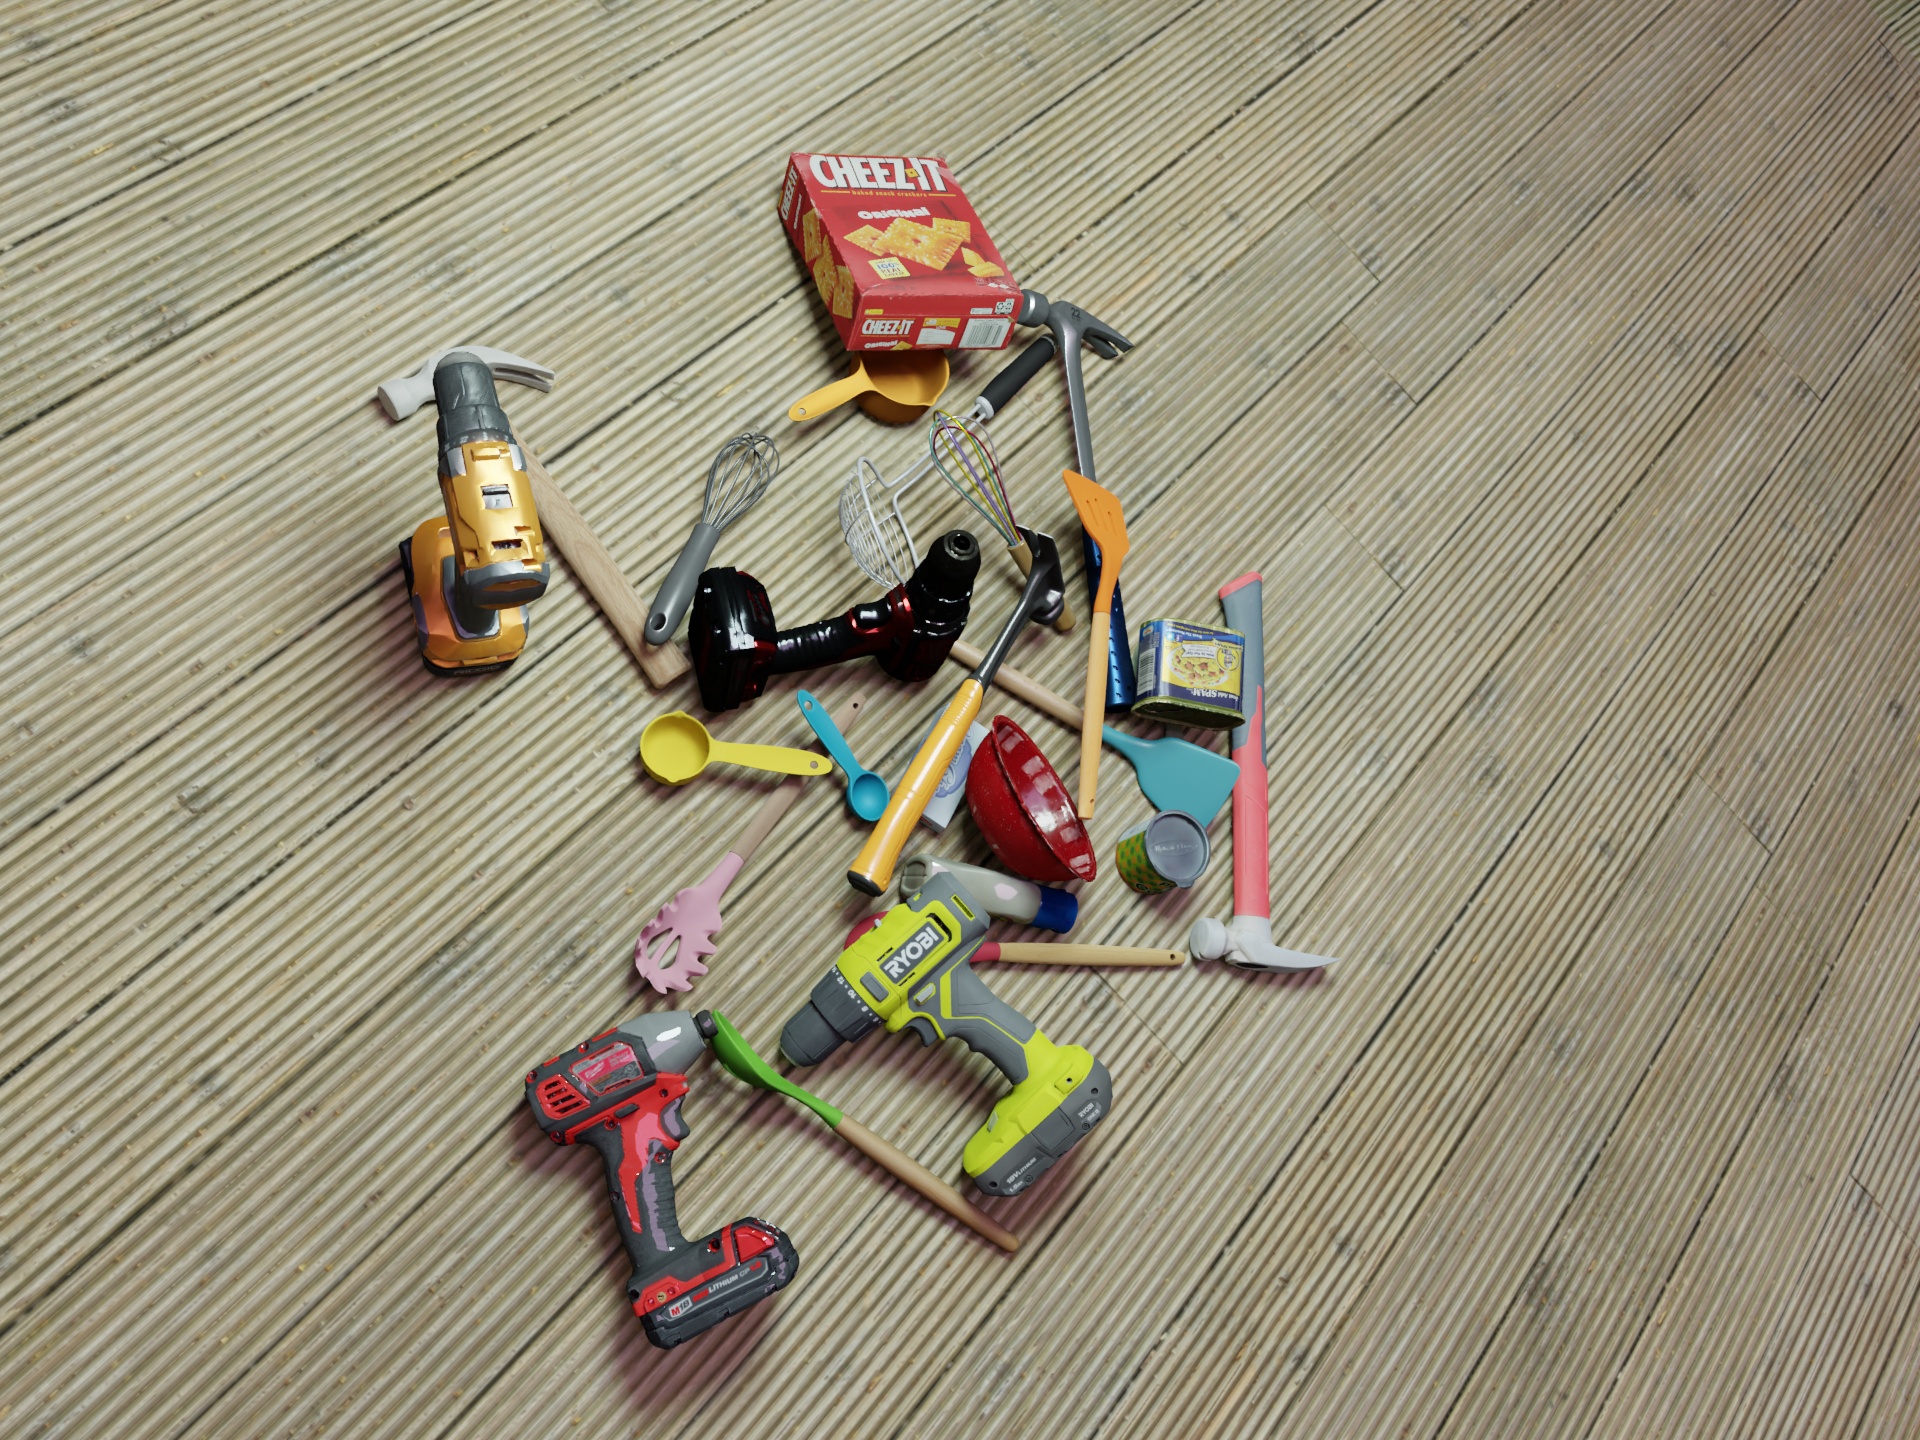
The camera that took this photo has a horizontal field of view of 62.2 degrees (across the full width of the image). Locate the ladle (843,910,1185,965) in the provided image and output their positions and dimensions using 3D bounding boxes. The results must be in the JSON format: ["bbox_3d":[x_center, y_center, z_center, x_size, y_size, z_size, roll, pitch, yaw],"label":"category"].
[{"bbox_3d":[0.054,0.199,1.351,0.315,0.031,0.069,5,72,-24],"label":"ladle"}]

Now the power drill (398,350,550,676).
[{"bbox_3d":[-0.363,-0.146,1.176,0.084,0.226,0.185,-10,76,-26],"label":"power drill"}]

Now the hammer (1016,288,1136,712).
[{"bbox_3d":[0.129,-0.206,1.507,0.144,0.035,0.406,5,73,-43],"label":"hammer"}]

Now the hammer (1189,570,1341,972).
[{"bbox_3d":[0.285,0.043,1.498,0.143,0.038,0.387,11,68,-21],"label":"hammer"}]

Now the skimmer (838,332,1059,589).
[{"bbox_3d":[0.009,-0.253,1.454,0.363,0.090,0.127,-49,126,-31],"label":"skimmer"}]

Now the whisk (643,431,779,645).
[{"bbox_3d":[-0.210,-0.156,1.336,0.055,0.055,0.239,28,57,-12],"label":"whisk"}]

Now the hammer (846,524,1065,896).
[{"bbox_3d":[-0.002,-0.004,1.328,0.034,0.127,0.337,22,68,19],"label":"hammer"}]

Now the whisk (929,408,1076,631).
[{"bbox_3d":[0.041,-0.175,1.417,0.244,0.047,0.051,56,44,-28],"label":"whisk"}]

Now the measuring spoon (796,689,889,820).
[{"bbox_3d":[-0.104,0.030,1.329,0.042,0.021,0.128,-44,108,-40],"label":"measuring spoon"}]

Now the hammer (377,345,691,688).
[{"bbox_3d":[-0.329,-0.169,1.312,0.130,0.031,0.331,-36,89,-29],"label":"hammer"}]

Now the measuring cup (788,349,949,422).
[{"bbox_3d":[-0.092,-0.299,1.450,0.173,0.052,0.095,-32,86,-27],"label":"measuring cup"}]

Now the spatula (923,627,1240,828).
[{"bbox_3d":[0.098,-0.006,1.429,0.317,0.044,0.082,29,105,-8],"label":"spatula"}]

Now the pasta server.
[{"bbox_3d":[-0.162,0.090,1.288,0.060,0.040,0.316,46,59,-17],"label":"pasta server"}]

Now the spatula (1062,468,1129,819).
[{"bbox_3d":[0.117,-0.070,1.414,0.081,0.041,0.323,19,70,-42],"label":"spatula"}]

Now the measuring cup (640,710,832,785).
[{"bbox_3d":[-0.184,0.032,1.297,0.156,0.029,0.062,8,66,-15],"label":"measuring cup"}]

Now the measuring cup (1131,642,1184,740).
[{"bbox_3d":[0.206,-0.012,1.481,0.083,0.038,0.168,6,68,-21],"label":"measuring cup"}]

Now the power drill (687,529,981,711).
[{"bbox_3d":[-0.097,-0.086,1.294,0.226,0.187,0.080,-8,66,-20],"label":"power drill"}]

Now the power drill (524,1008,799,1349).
[{"bbox_3d":[-0.207,0.322,1.150,0.143,0.078,0.220,-27,81,-10],"label":"power drill"}]

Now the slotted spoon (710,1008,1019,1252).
[{"bbox_3d":[-0.076,0.327,1.238,0.313,0.070,0.031,38,86,-13],"label":"slotted spoon"}]

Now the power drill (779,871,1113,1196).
[{"bbox_3d":[-0.010,0.260,1.255,0.190,0.080,0.228,-42,93,-3],"label":"power drill"}]
